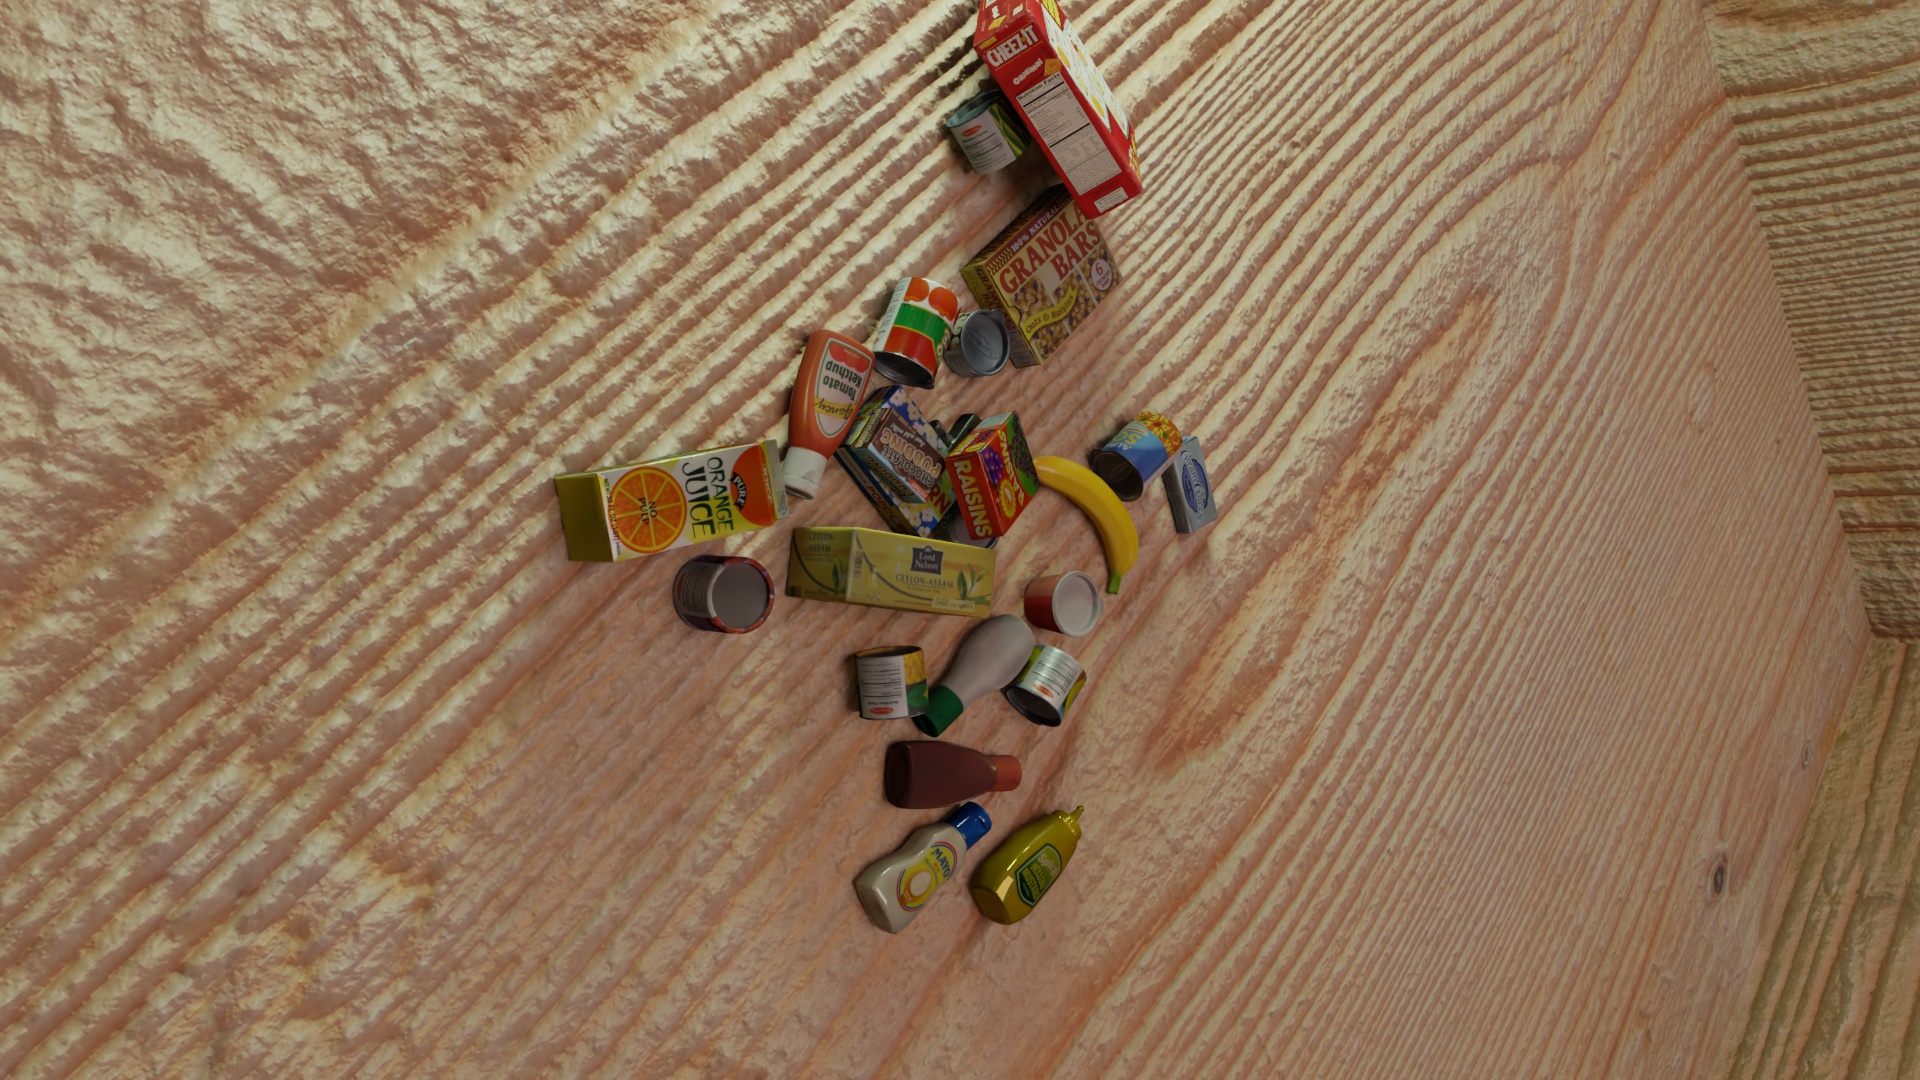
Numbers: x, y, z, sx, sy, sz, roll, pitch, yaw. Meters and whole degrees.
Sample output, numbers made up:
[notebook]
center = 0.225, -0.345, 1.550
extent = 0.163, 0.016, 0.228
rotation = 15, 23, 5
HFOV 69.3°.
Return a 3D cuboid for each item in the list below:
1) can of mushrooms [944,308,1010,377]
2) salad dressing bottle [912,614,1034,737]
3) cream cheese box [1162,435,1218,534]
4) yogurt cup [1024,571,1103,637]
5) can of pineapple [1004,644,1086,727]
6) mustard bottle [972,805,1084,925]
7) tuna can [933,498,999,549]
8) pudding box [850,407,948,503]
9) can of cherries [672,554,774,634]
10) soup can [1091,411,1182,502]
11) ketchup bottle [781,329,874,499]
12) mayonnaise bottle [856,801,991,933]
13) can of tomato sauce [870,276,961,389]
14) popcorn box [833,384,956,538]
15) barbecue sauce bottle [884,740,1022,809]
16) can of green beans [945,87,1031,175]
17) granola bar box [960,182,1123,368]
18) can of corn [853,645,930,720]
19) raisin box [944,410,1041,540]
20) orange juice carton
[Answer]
[can of mushrooms]
center = 0.016, -0.197, 1.381
extent = 0.071, 0.033, 0.071
rotation = 0, 90, -40
[salad dressing bottle]
center = 0.012, 0.133, 1.370
extent = 0.148, 0.044, 0.064
rotation = -42, 118, -32
[cream cheese box]
center = 0.262, -0.064, 1.600
extent = 0.053, 0.024, 0.103
rotation = -28, 108, -38
[yogurt cup]
center = 0.103, 0.065, 1.442
extent = 0.072, 0.054, 0.072
rotation = 0, 90, -41
[can of pineapple]
center = 0.087, 0.149, 1.422
extent = 0.071, 0.071, 0.058
rotation = 51, 60, -29
[mustard bottle]
center = 0.080, 0.321, 1.424
extent = 0.161, 0.049, 0.065
rotation = -40, 117, -33
[tuna can]
center = 0.005, -0.017, 1.371
extent = 0.071, 0.033, 0.071
rotation = 0, 90, -41
[pudding box]
center = -0.055, -0.077, 1.269
extent = 0.083, 0.030, 0.050
rotation = 45, 64, -31
[can of cherries]
center = -0.198, 0.045, 1.177
extent = 0.071, 0.058, 0.071
rotation = 0, 90, -40
[soup can]
center = 0.191, -0.094, 1.513
extent = 0.084, 0.071, 0.071
rotation = -44, 117, -33
[ketchup bottle]
center = -0.126, -0.111, 1.251
extent = 0.064, 0.043, 0.149
rotation = 26, 74, -35
[mayonnaise bottle]
center = -0.031, 0.307, 1.333
extent = 0.149, 0.041, 0.064
rotation = -36, 111, -35
[can of tomato sauce]
center = -0.041, -0.195, 1.309
extent = 0.071, 0.071, 0.083
rotation = 32, 69, -36
[popcorn box]
center = -0.056, -0.072, 1.314
extent = 0.126, 0.038, 0.085
rotation = 53, 58, -28
[barbecue sauce bottle]
center = -0.004, 0.228, 1.356
extent = 0.149, 0.043, 0.065
rotation = 8, 85, -41
[can of green beans]
center = 0.029, -0.403, 1.371
extent = 0.071, 0.071, 0.057
rotation = -52, 122, -28
[granola bar box]
center = 0.088, -0.276, 1.440
extent = 0.166, 0.039, 0.124
rotation = -48, 119, -31
[can of corn]
center = -0.063, 0.131, 1.291
extent = 0.071, 0.071, 0.058
rotation = -9, 96, -41
[raisin box]
center = 0.033, -0.063, 1.329
extent = 0.124, 0.040, 0.086
rotation = -50, 126, -59
[orange juice carton]
center = -0.225, -0.036, 1.145
extent = 0.193, 0.073, 0.071
rotation = -15, 100, -40
